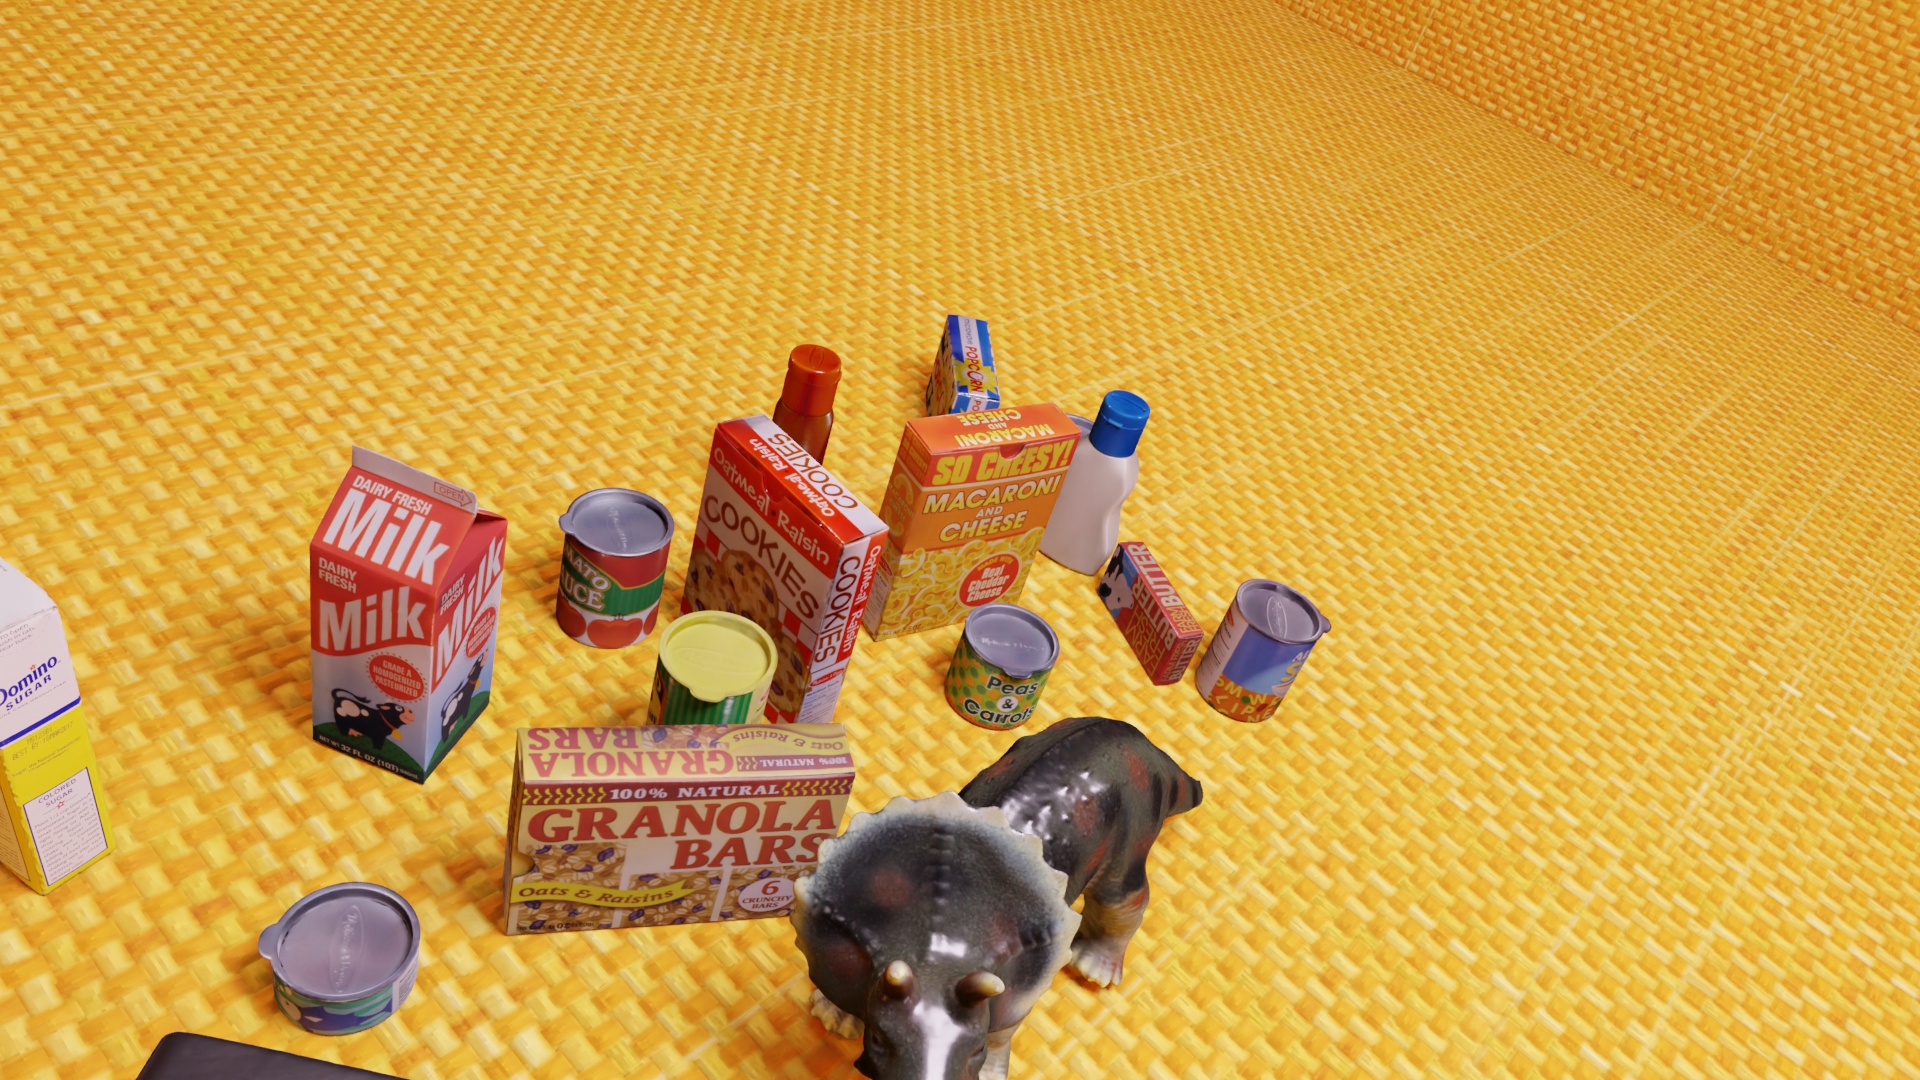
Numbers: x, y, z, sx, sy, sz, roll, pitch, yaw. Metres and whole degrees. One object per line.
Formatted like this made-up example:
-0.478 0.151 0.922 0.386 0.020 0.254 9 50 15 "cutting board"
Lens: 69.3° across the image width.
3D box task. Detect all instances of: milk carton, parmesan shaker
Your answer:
-0.298 0.035 0.750 0.072 0.189 0.074 21 37 3 "milk carton"
-0.148 0.102 0.803 0.071 0.102 0.072 12 37 -9 "parmesan shaker"

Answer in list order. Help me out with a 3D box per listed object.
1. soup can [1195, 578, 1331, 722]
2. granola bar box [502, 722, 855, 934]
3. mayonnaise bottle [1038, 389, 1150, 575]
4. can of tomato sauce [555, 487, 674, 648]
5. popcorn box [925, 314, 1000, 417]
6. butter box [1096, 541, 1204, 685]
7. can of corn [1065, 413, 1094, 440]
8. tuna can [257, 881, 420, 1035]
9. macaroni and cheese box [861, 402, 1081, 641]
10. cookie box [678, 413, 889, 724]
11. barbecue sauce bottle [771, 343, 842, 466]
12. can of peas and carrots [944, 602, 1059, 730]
0.217 0.081 1.002 0.071 0.083 0.072 12 37 -9 "soup can"
-0.149 0.150 0.724 0.166 0.123 0.039 2 40 -21 "granola bar box"
0.104 -0.045 1.059 0.065 0.147 0.041 29 38 13 "mayonnaise bottle"
-0.224 0.019 0.891 0.071 0.082 0.071 12 37 -9 "can of tomato sauce"
0.000 -0.120 1.161 0.038 0.084 0.127 9 38 -13 "popcorn box"
0.140 0.053 1.030 0.024 0.052 0.104 -2 42 -26 "butter box"
0.090 -0.063 1.150 0.071 0.058 0.071 12 37 -9 "can of corn"
-0.299 0.202 0.670 0.071 0.032 0.071 12 37 -9 "tuna can"
0.003 -0.012 0.959 0.124 0.165 0.040 -10 46 -33 "macaroni and cheese box"
-0.115 0.024 0.862 0.040 0.166 0.123 -22 53 -41 "cookie box"
-0.117 -0.069 0.994 0.044 0.147 0.065 14 37 -6 "barbecue sauce bottle"
0.028 0.087 0.934 0.071 0.058 0.071 12 37 -9 "can of peas and carrots"
